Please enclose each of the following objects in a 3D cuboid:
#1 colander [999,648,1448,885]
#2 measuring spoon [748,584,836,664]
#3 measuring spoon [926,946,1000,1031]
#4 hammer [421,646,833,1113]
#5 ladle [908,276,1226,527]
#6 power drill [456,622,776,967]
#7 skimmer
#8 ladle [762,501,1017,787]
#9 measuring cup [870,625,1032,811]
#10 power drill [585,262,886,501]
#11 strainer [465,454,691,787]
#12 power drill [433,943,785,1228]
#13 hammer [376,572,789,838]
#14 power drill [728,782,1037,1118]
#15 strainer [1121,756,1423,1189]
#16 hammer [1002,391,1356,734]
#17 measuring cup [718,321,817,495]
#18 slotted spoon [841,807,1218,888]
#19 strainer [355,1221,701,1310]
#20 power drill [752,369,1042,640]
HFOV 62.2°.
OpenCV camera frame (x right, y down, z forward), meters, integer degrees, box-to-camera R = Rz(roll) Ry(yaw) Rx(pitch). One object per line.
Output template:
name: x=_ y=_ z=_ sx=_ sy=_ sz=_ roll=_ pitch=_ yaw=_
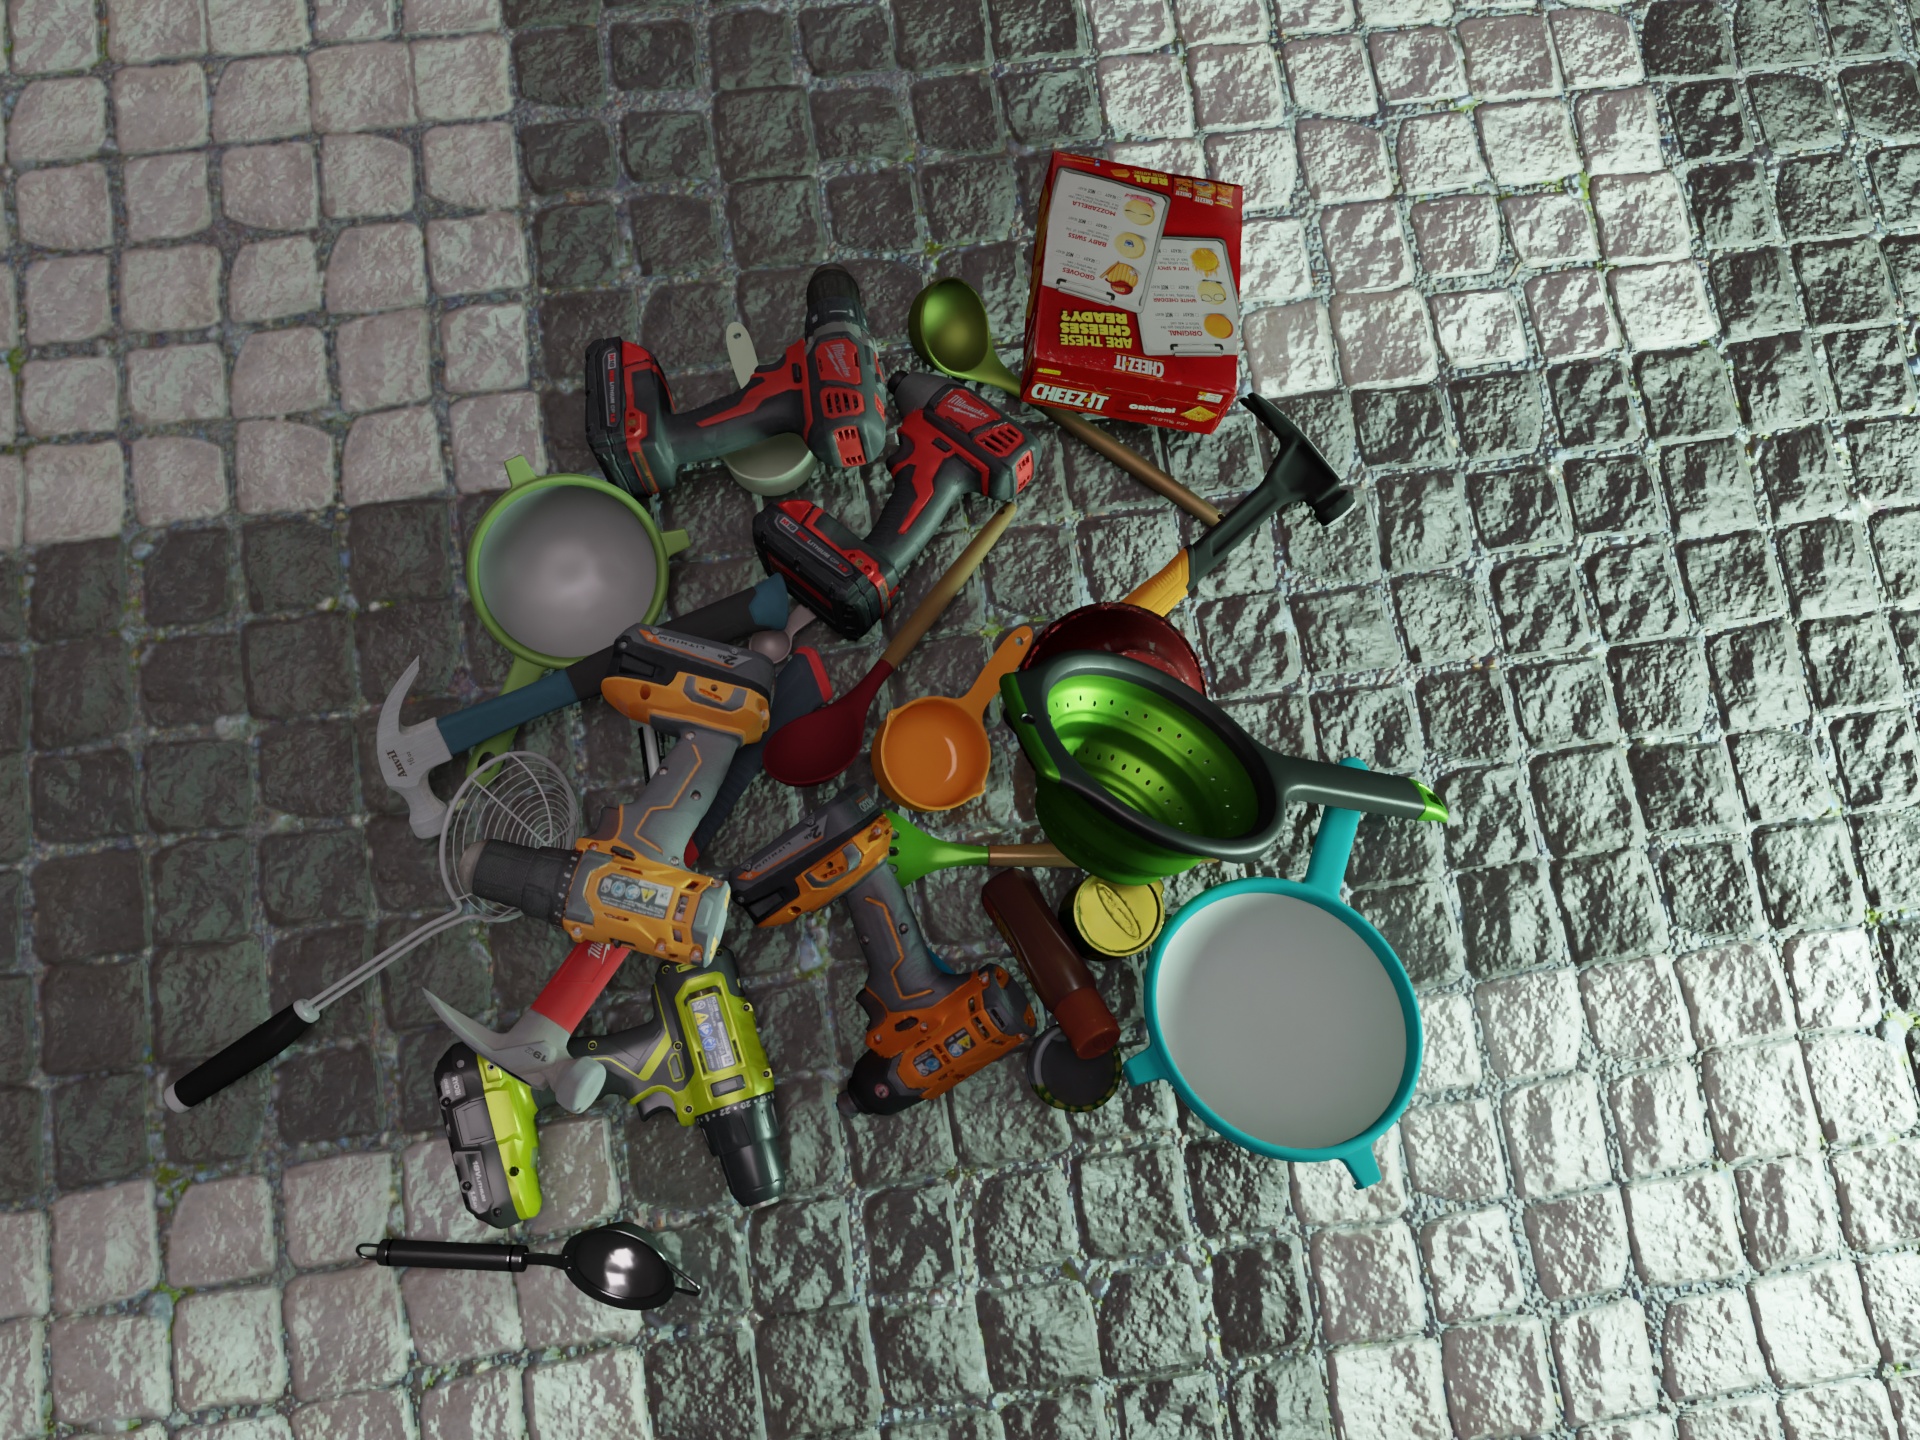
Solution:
colander: x=0.190 y=0.062 z=1.167 sx=0.396 sy=0.094 sz=0.205 roll=10 pitch=37 yaw=-29
measuring spoon: x=-0.119 y=-0.087 z=1.277 sx=0.034 sy=0.018 sz=0.124 roll=41 pitch=72 yaw=18
measuring spoon: x=-0.017 y=0.192 z=1.224 sx=0.129 sy=0.021 sz=0.042 roll=37 pitch=90 yaw=14
hammer: x=-0.227 y=0.091 z=1.182 sx=0.143 sy=0.038 sz=0.386 roll=27 pitch=65 yaw=14
ladle: x=0.094 y=-0.251 z=1.300 sx=0.320 sy=0.062 sz=0.078 roll=34 pitch=64 yaw=1
power drill: x=-0.237 y=0.048 z=1.130 sx=0.185 sy=0.084 sz=0.226 roll=14 pitch=69 yaw=-2
skimmer: x=-0.440 y=0.160 z=1.182 sx=0.363 sy=0.127 sz=0.090 roll=-34 pitch=50 yaw=3
ladle: x=-0.045 y=-0.062 z=1.237 sx=0.069 sy=0.031 sz=0.315 roll=24 pitch=62 yaw=26
measuring cup: x=-0.002 y=-0.004 z=1.243 sx=0.095 sy=0.052 sz=0.174 roll=40 pitch=70 yaw=-9
power drill: x=-0.173 y=-0.269 z=1.247 sx=0.226 sy=0.080 sz=0.188 roll=-10 pitch=59 yaw=3
strainer: x=-0.328 y=-0.071 z=1.242 sx=0.151 sy=0.069 sz=0.256 roll=23 pitch=96 yaw=-21
power drill: x=-0.248 y=0.286 z=1.160 sx=0.228 sy=0.080 sz=0.191 roll=-16 pitch=79 yaw=-9
hammer: x=-0.282 y=-0.031 z=1.211 sx=0.331 sy=0.033 sz=0.128 roll=-24 pitch=113 yaw=-10
power drill: x=-0.071 y=0.180 z=1.176 sx=0.164 sy=0.084 sz=0.226 roll=-36 pitch=90 yaw=11
strainer: x=0.248 y=0.181 z=1.211 sx=0.211 sy=0.095 sz=0.341 roll=24 pitch=58 yaw=1
hammer: x=0.159 y=-0.112 z=1.272 sx=0.337 sy=0.034 sz=0.127 roll=-43 pitch=97 yaw=-7
measuring cup: x=-0.164 y=-0.255 z=1.302 sx=0.083 sy=0.038 sz=0.168 roll=-18 pitch=63 yaw=-1
slotted spoon: x=0.047 y=0.103 z=1.238 sx=0.313 sy=0.031 sz=0.070 roll=0 pitch=80 yaw=-4
strainer: x=-0.312 y=0.388 z=1.153 sx=0.258 sy=0.050 sz=0.086 roll=2 pitch=122 yaw=3
power drill: x=-0.055 y=-0.183 z=1.262 sx=0.143 sy=0.078 sz=0.220 roll=39 pitch=74 yaw=17
